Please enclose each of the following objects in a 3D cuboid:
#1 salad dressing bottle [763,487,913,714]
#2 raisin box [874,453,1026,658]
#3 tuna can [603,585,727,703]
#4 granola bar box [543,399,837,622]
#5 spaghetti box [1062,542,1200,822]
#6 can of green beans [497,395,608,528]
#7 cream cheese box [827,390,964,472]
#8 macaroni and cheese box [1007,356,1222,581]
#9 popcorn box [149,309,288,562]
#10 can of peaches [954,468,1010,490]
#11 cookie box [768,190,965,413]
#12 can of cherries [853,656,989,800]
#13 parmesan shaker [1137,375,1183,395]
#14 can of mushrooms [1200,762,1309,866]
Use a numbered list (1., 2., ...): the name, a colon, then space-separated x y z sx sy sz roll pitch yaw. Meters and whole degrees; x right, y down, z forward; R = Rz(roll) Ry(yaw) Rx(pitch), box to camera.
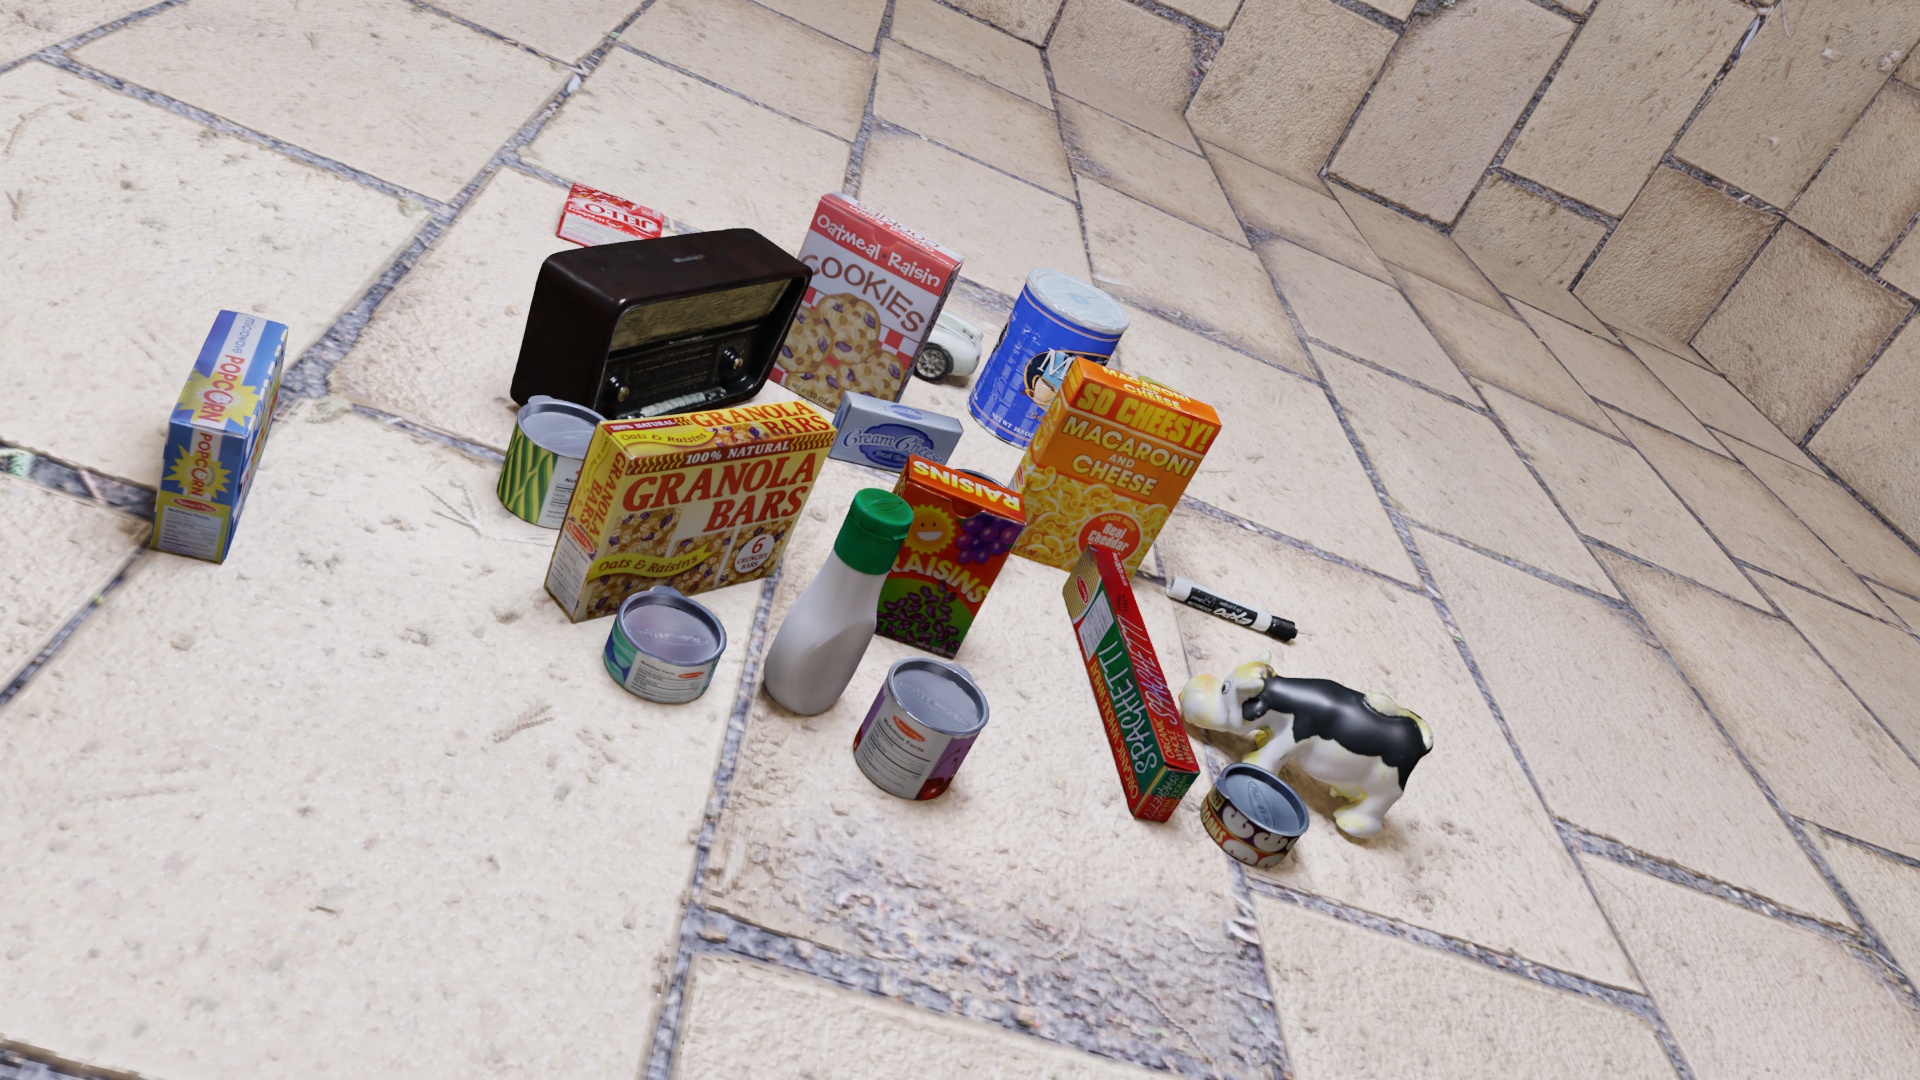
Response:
1. salad dressing bottle: -0.071 0.037 0.827 0.044 0.147 0.064 43 32 27
2. raisin box: -0.020 0.012 0.935 0.086 0.122 0.040 20 29 -12
3. tuna can: -0.175 0.061 0.820 0.071 0.032 0.071 20 29 -12
4. granola bar box: -0.167 -0.022 0.867 0.039 0.123 0.166 42 32 25
5. spaghetti box: 0.117 0.094 0.991 0.029 0.050 0.251 16 31 -19
6. can of green beans: -0.261 -0.049 0.901 0.071 0.057 0.071 21 29 -12
7. cream cheese box: -0.055 -0.084 1.133 0.104 0.053 0.024 12 32 -26
8. macaroni and cheese box: 0.112 -0.051 1.102 0.124 0.165 0.040 18 30 -17
9. popcorn box: -0.408 -0.060 0.769 0.038 0.084 0.127 14 31 -23
10. can of peaches: 0.004 -0.013 1.063 0.071 0.057 0.071 21 29 -12
11. cookie box: -0.086 -0.188 1.158 0.123 0.166 0.040 28 28 1
12. can of cherries: -0.023 0.112 0.837 0.071 0.058 0.072 21 29 -12
13. parmesan shaker: 0.163 -0.089 1.271 0.071 0.102 0.071 21 29 -12
14. can of mushrooms: 0.194 0.183 0.929 0.071 0.033 0.071 20 29 -12
